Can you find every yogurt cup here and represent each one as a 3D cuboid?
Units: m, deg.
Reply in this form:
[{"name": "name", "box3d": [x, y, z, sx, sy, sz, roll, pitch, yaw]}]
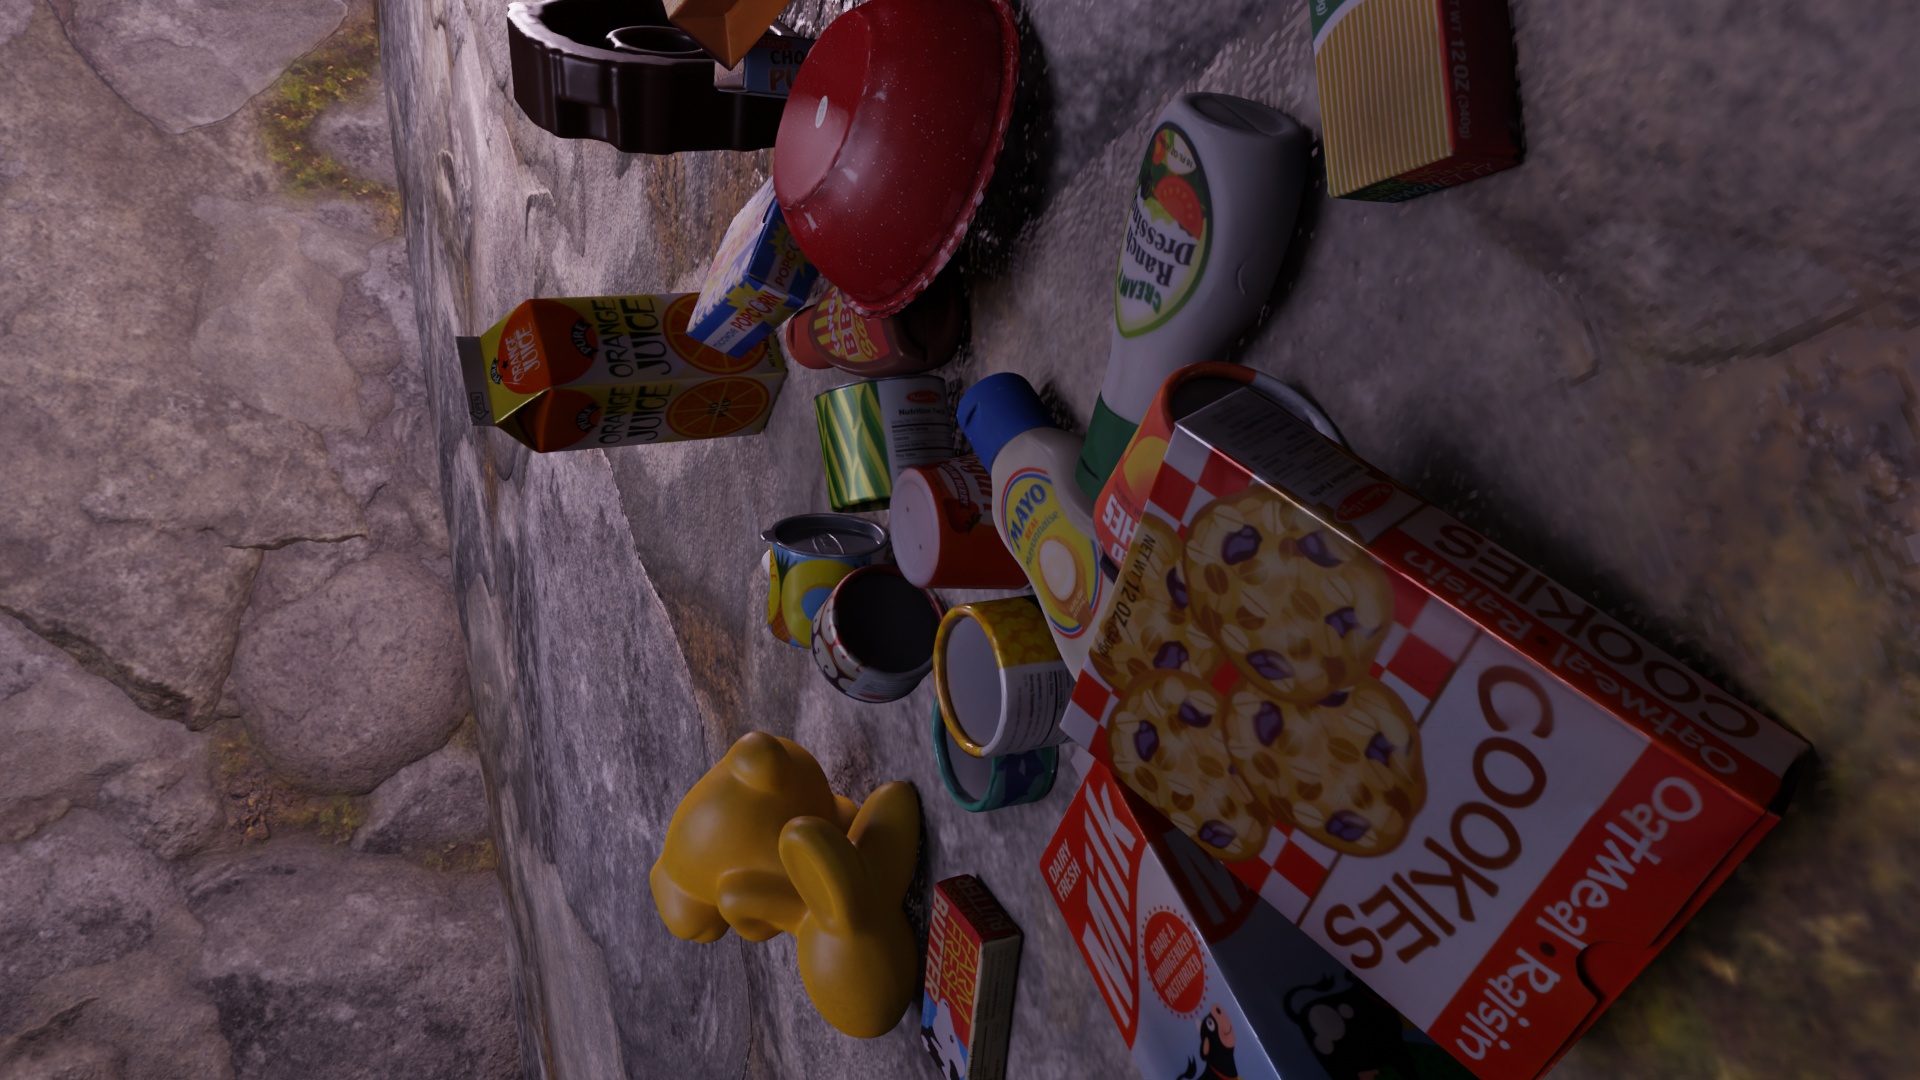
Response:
[{"name": "yogurt cup", "box3d": [0.002, -0.008, 0.634, 0.072, 0.054, 0.072, 22, 115, 61]}]

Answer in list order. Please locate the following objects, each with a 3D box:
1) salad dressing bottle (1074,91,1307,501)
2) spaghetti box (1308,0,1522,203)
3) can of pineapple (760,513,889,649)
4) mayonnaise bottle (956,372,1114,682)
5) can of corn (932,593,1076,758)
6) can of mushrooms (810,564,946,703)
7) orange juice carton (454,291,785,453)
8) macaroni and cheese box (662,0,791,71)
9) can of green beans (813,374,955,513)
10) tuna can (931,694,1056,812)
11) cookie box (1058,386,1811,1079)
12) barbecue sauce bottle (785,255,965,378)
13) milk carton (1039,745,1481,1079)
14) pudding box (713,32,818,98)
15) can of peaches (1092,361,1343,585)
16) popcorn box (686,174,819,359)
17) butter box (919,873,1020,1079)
[{"name": "salad dressing bottle", "box3d": [0.076, -0.078, 0.488, 0.064, 0.044, 0.146, -123, 38, -46]}, {"name": "spaghetti box", "box3d": [0.118, -0.224, 0.392, 0.050, 0.029, 0.250, -5, 91, 62]}, {"name": "can of pineapple", "box3d": [-0.076, 0.022, 0.776, 0.071, 0.071, 0.057, 37, 127, 55]}, {"name": "mayonnaise bottle", "box3d": [0.043, -0.009, 0.567, 0.148, 0.041, 0.064, 61, 139, 37]}, {"name": "can of corn", "box3d": [0.027, 0.055, 0.593, 0.071, 0.058, 0.071, 20, 112, 60]}, {"name": "can of mushrooms", "box3d": [-0.042, 0.046, 0.716, 0.033, 0.071, 0.071, -49, 53, 55]}, {"name": "orange juice carton", "box3d": [-0.219, -0.109, 0.891, 0.072, 0.193, 0.072, -57, 47, 52]}, {"name": "macaroni and cheese box", "box3d": [-0.099, -0.314, 0.687, 0.123, 0.040, 0.167, -44, 35, 14]}, {"name": "can of green beans", "box3d": [-0.036, -0.047, 0.687, 0.071, 0.071, 0.058, -15, 82, 63]}, {"name": "tuna can", "box3d": [0.014, 0.095, 0.654, 0.071, 0.033, 0.071, 19, 111, 61]}, {"name": "cookie box", "box3d": [0.114, 0.054, 0.381, 0.168, 0.040, 0.122, 38, 132, 26]}, {"name": "barbecue sauce bottle", "box3d": [-0.049, -0.114, 0.723, 0.148, 0.044, 0.065, 1, 92, 63]}, {"name": "milk carton", "box3d": [0.089, 0.129, 0.471, 0.191, 0.073, 0.072, 61, 145, 38]}, {"name": "pudding box", "box3d": [-0.079, -0.242, 0.714, 0.050, 0.084, 0.030, 30, 119, 58]}, {"name": "can of peaches", "box3d": [0.083, -0.016, 0.456, 0.071, 0.071, 0.057, 65, 146, 33]}, {"name": "popcorn box", "box3d": [-0.113, -0.164, 0.806, 0.126, 0.038, 0.085, -17, 51, 63]}, {"name": "butter box", "box3d": [0.004, 0.228, 0.710, 0.053, 0.024, 0.103, 38, 128, 54]}]
